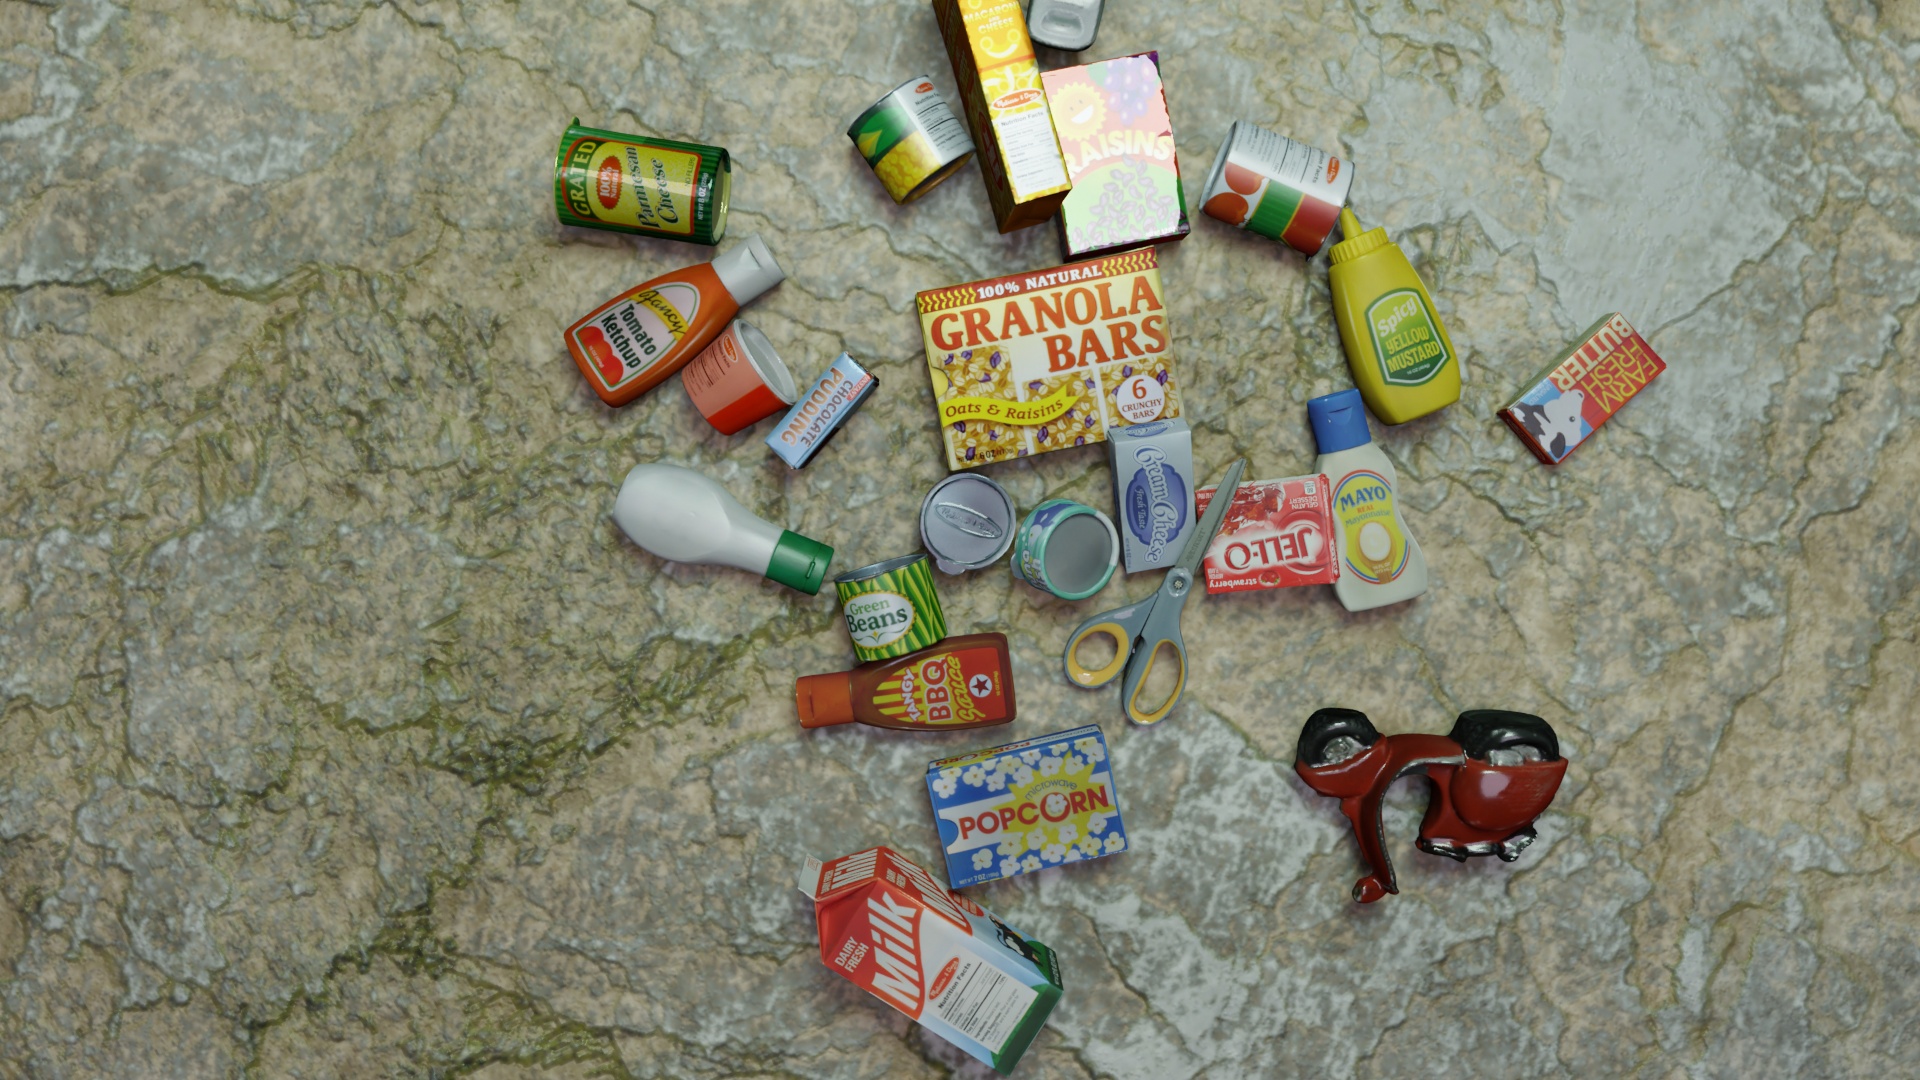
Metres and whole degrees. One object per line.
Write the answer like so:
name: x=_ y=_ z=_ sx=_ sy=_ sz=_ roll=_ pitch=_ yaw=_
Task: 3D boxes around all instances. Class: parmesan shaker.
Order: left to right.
parmesan shaker: x=-0.209 y=-0.238 z=0.920 sx=0.103 sy=0.071 sz=0.071 roll=8 pitch=95 yaw=-1

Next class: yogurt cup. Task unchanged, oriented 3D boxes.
yogurt cup: x=-0.150 y=-0.107 z=0.934 sx=0.054 sy=0.072 sz=0.072 roll=-33 pitch=94 yaw=10

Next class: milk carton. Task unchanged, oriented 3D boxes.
milk carton: x=-0.029 y=0.278 z=0.960 sx=0.190 sy=0.072 sz=0.073 roll=32 pitch=94 yaw=-4

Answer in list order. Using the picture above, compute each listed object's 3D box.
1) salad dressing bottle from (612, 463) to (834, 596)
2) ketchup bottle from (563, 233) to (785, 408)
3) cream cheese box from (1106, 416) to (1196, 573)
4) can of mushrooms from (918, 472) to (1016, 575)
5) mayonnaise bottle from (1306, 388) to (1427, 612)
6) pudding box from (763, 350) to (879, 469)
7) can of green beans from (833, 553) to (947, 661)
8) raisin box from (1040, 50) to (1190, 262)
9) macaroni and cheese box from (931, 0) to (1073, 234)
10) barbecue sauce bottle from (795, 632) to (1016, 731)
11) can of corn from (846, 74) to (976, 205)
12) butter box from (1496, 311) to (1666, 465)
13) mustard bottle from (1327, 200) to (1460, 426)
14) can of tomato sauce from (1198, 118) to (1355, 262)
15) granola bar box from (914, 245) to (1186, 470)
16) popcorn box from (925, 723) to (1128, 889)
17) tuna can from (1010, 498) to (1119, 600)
salad dressing bottle: x=-0.161 y=-0.005 z=0.951 sx=0.148 sy=0.044 sz=0.064 roll=22 pitch=92 yaw=-3
ketchup bottle: x=-0.190 y=-0.153 z=0.939 sx=0.149 sy=0.043 sz=0.065 roll=-32 pitch=85 yaw=1
cream cheese box: x=0.132 y=-0.030 z=0.943 sx=0.053 sy=0.024 sz=0.103 roll=-10 pitch=120 yaw=-1
can of mushrooms: x=0.003 y=-0.012 z=0.957 sx=0.071 sy=0.033 sz=0.071 roll=0 pitch=95 yaw=-1
mayonnaise bottle: x=0.273 y=-0.029 z=0.955 sx=0.065 sy=0.041 sz=0.148 roll=-15 pitch=95 yaw=7
pudding box: x=-0.093 y=-0.087 z=0.942 sx=0.030 sy=0.050 sz=0.083 roll=42 pitch=93 yaw=-2
can of green beans: x=-0.047 y=0.045 z=0.944 sx=0.071 sy=0.071 sz=0.057 roll=-15 pitch=95 yaw=1
raisin box: x=0.101 y=-0.257 z=0.935 sx=0.086 sy=0.040 sz=0.123 roll=-11 pitch=94 yaw=1
macaroni and cheese box: x=0.025 y=-0.290 z=0.891 sx=0.040 sy=0.124 sz=0.166 roll=-16 pitch=95 yaw=-2
barbecue sauce bottle: x=-0.038 y=0.103 z=0.960 sx=0.149 sy=0.044 sz=0.064 roll=-7 pitch=96 yaw=0
can of corn: x=-0.033 y=-0.263 z=0.922 sx=0.071 sy=0.071 sz=0.058 roll=-35 pitch=95 yaw=2
butter box: x=0.429 y=-0.105 z=0.959 sx=0.103 sy=0.024 sz=0.053 roll=-42 pitch=93 yaw=2
mustard bottle: x=0.284 y=-0.159 z=0.941 sx=0.065 sy=0.049 sz=0.160 roll=-24 pitch=95 yaw=-2
can of tomato sauce: x=0.209 y=-0.234 z=0.927 sx=0.083 sy=0.071 sz=0.071 roll=21 pitch=94 yaw=-2
granola bar box: x=0.061 y=-0.123 z=0.946 sx=0.166 sy=0.039 sz=0.124 roll=-11 pitch=94 yaw=0
popcorn box: x=0.046 y=0.185 z=0.970 sx=0.127 sy=0.038 sz=0.085 roll=-13 pitch=96 yaw=0
tuna can: x=0.071 y=0.007 z=0.945 sx=0.071 sy=0.033 sz=0.071 roll=-7 pitch=104 yaw=-28
